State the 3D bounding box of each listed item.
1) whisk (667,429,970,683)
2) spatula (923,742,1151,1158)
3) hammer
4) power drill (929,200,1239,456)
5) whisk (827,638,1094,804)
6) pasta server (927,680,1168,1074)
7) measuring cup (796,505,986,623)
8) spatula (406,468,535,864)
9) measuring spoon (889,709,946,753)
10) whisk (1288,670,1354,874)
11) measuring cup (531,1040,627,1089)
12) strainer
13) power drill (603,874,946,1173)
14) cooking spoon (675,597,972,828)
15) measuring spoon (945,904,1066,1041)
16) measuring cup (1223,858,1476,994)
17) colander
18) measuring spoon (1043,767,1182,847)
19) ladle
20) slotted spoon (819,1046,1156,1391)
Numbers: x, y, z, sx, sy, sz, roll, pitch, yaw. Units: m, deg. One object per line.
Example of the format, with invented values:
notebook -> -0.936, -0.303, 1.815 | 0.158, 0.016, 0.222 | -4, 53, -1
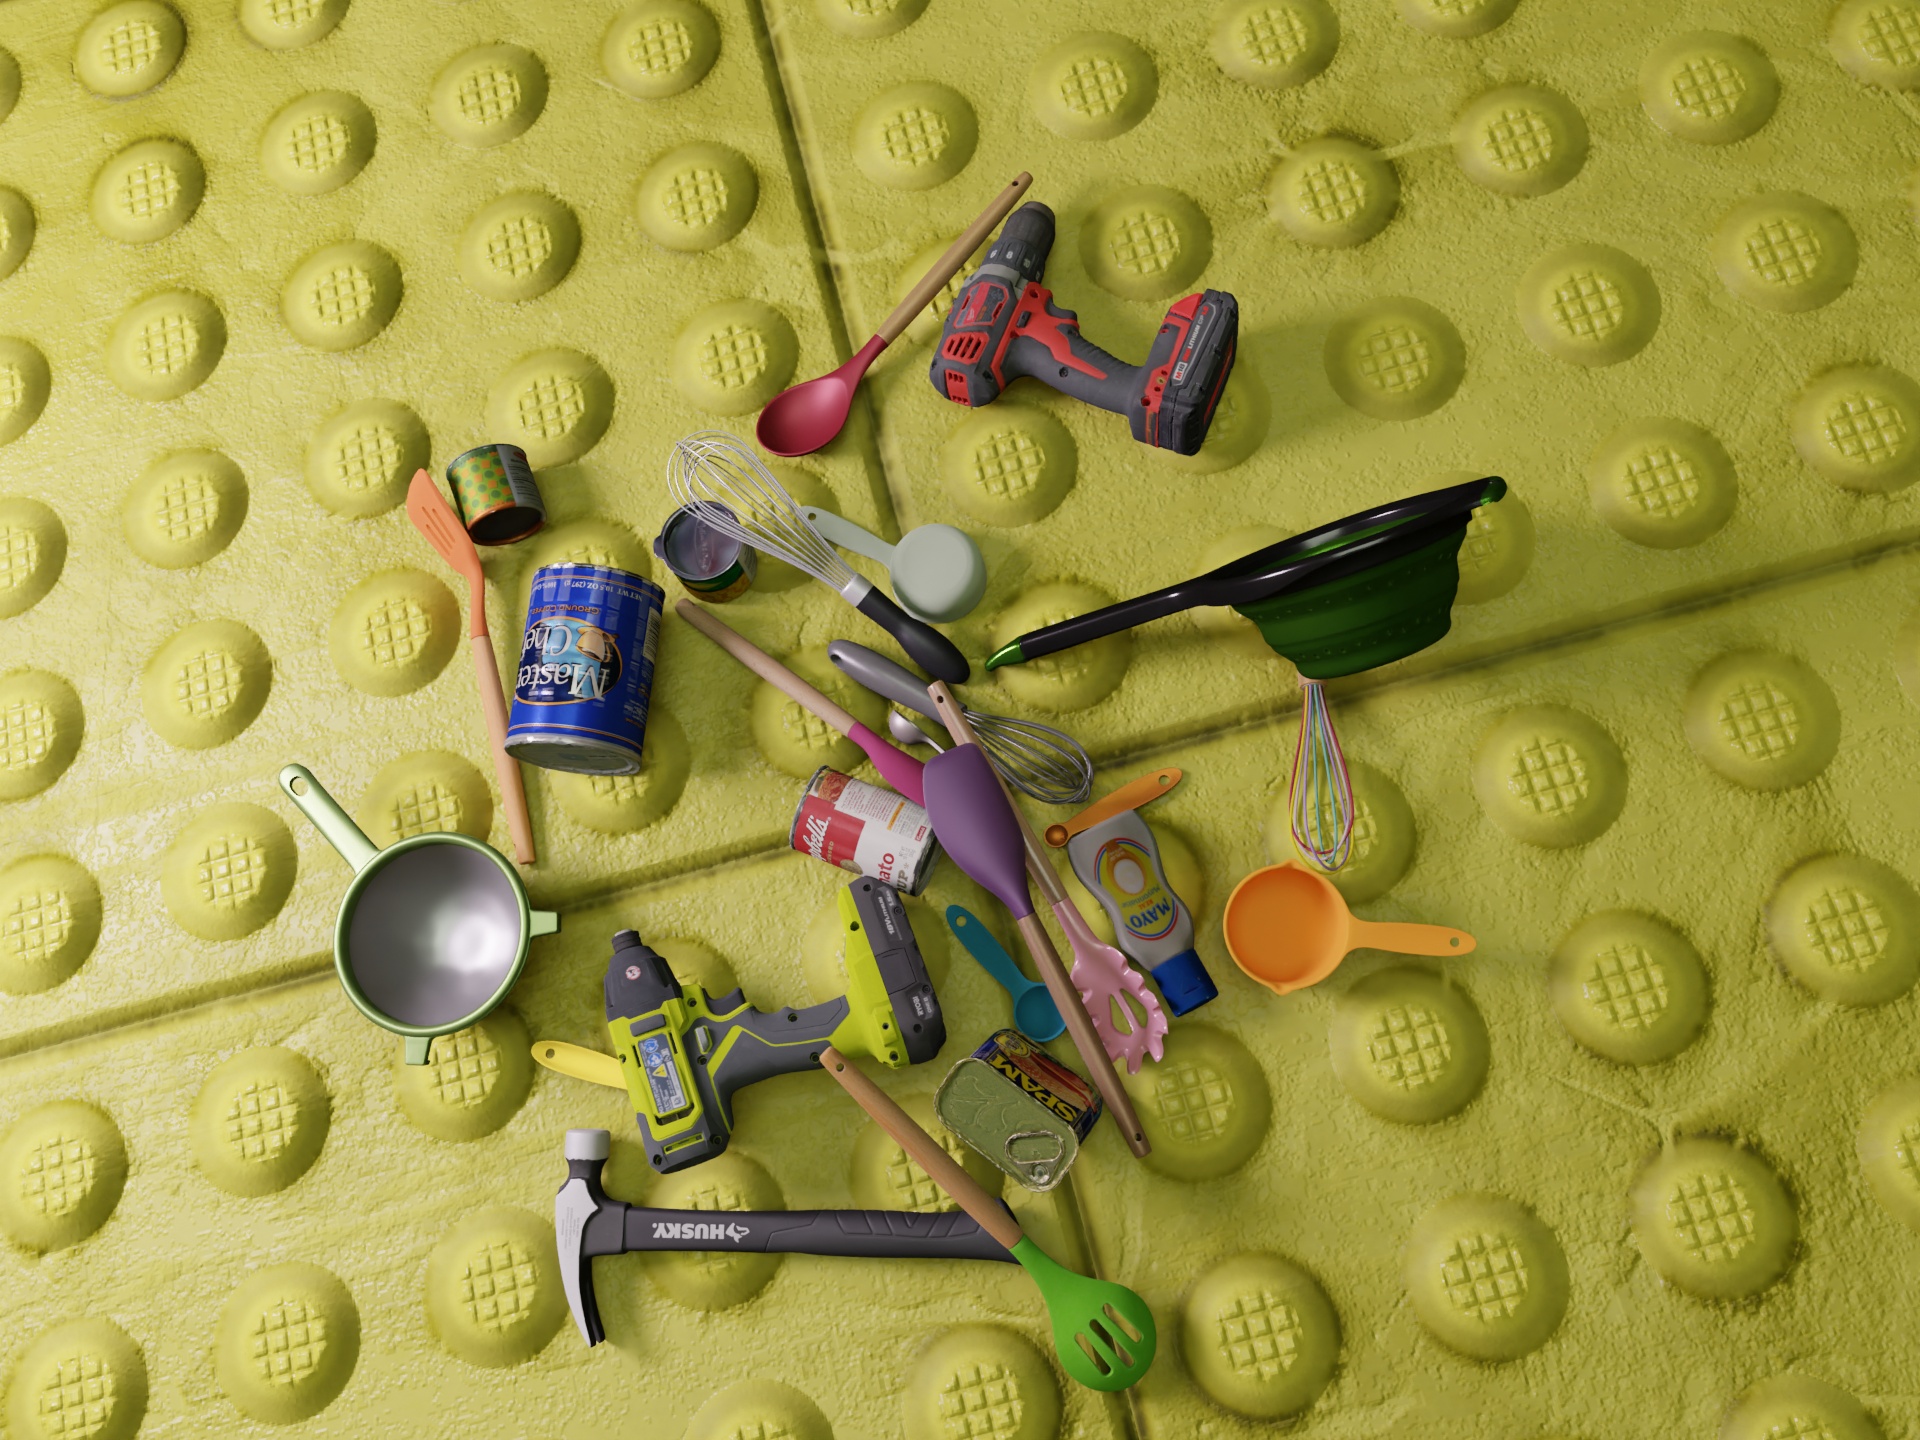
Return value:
whisk -> -0.104, -0.120, 1.214 | 0.284, 0.070, 0.070 | 39, 81, -8
spatula -> 0.056, 0.163, 1.129 | 0.060, 0.018, 0.316 | -25, 81, -14
hammer -> -0.120, 0.367, 1.123 | 0.335, 0.035, 0.146 | 0, 77, 4
power drill -> 0.105, -0.318, 1.272 | 0.227, 0.080, 0.188 | 18, 70, 14
whisk -> -0.002, -0.004, 1.211 | 0.239, 0.055, 0.055 | 29, 79, 16
pasta server -> 0.057, 0.108, 1.156 | 0.060, 0.040, 0.316 | -32, 83, 13
measuring cup -> -0.058, -0.137, 1.254 | 0.167, 0.038, 0.083 | 26, 79, 10
spatula -> -0.384, -0.041, 1.256 | 0.041, 0.081, 0.323 | -8, 76, -30
measuring spoon -> -0.009, 0.037, 1.209 | 0.124, 0.034, 0.018 | 41, 92, 10
whisk -> 0.263, -0.005, 1.187 | 0.047, 0.051, 0.245 | -4, 71, 10
measuring cup -> -0.241, 0.263, 1.170 | 0.156, 0.029, 0.062 | 13, 76, 13
strainer -> -0.420, 0.127, 1.202 | 0.256, 0.069, 0.151 | 43, 85, 15
power drill -> -0.136, 0.202, 1.133 | 0.223, 0.080, 0.171 | -19, 71, -8
cooking spoon -> -0.101, -0.007, 1.220 | 0.319, 0.068, 0.017 | 35, 110, 19
measuring spoon -> 0.034, 0.184, 1.173 | 0.042, 0.021, 0.129 | -43, 66, -1
measuring cup -> 0.273, 0.149, 1.132 | 0.173, 0.052, 0.095 | 5, 87, 6
colander -> 0.208, -0.066, 1.154 | 0.397, 0.204, 0.094 | -17, 98, 23
measuring spoon -> 0.116, 0.066, 1.199 | 0.117, 0.011, 0.021 | -27, 62, -6
ladle -> -0.048, -0.331, 1.300 | 0.069, 0.031, 0.315 | 41, 87, 24
slotted spoon -> 0.018, 0.336, 1.077 | 0.314, 0.031, 0.070 | 45, 79, -1
